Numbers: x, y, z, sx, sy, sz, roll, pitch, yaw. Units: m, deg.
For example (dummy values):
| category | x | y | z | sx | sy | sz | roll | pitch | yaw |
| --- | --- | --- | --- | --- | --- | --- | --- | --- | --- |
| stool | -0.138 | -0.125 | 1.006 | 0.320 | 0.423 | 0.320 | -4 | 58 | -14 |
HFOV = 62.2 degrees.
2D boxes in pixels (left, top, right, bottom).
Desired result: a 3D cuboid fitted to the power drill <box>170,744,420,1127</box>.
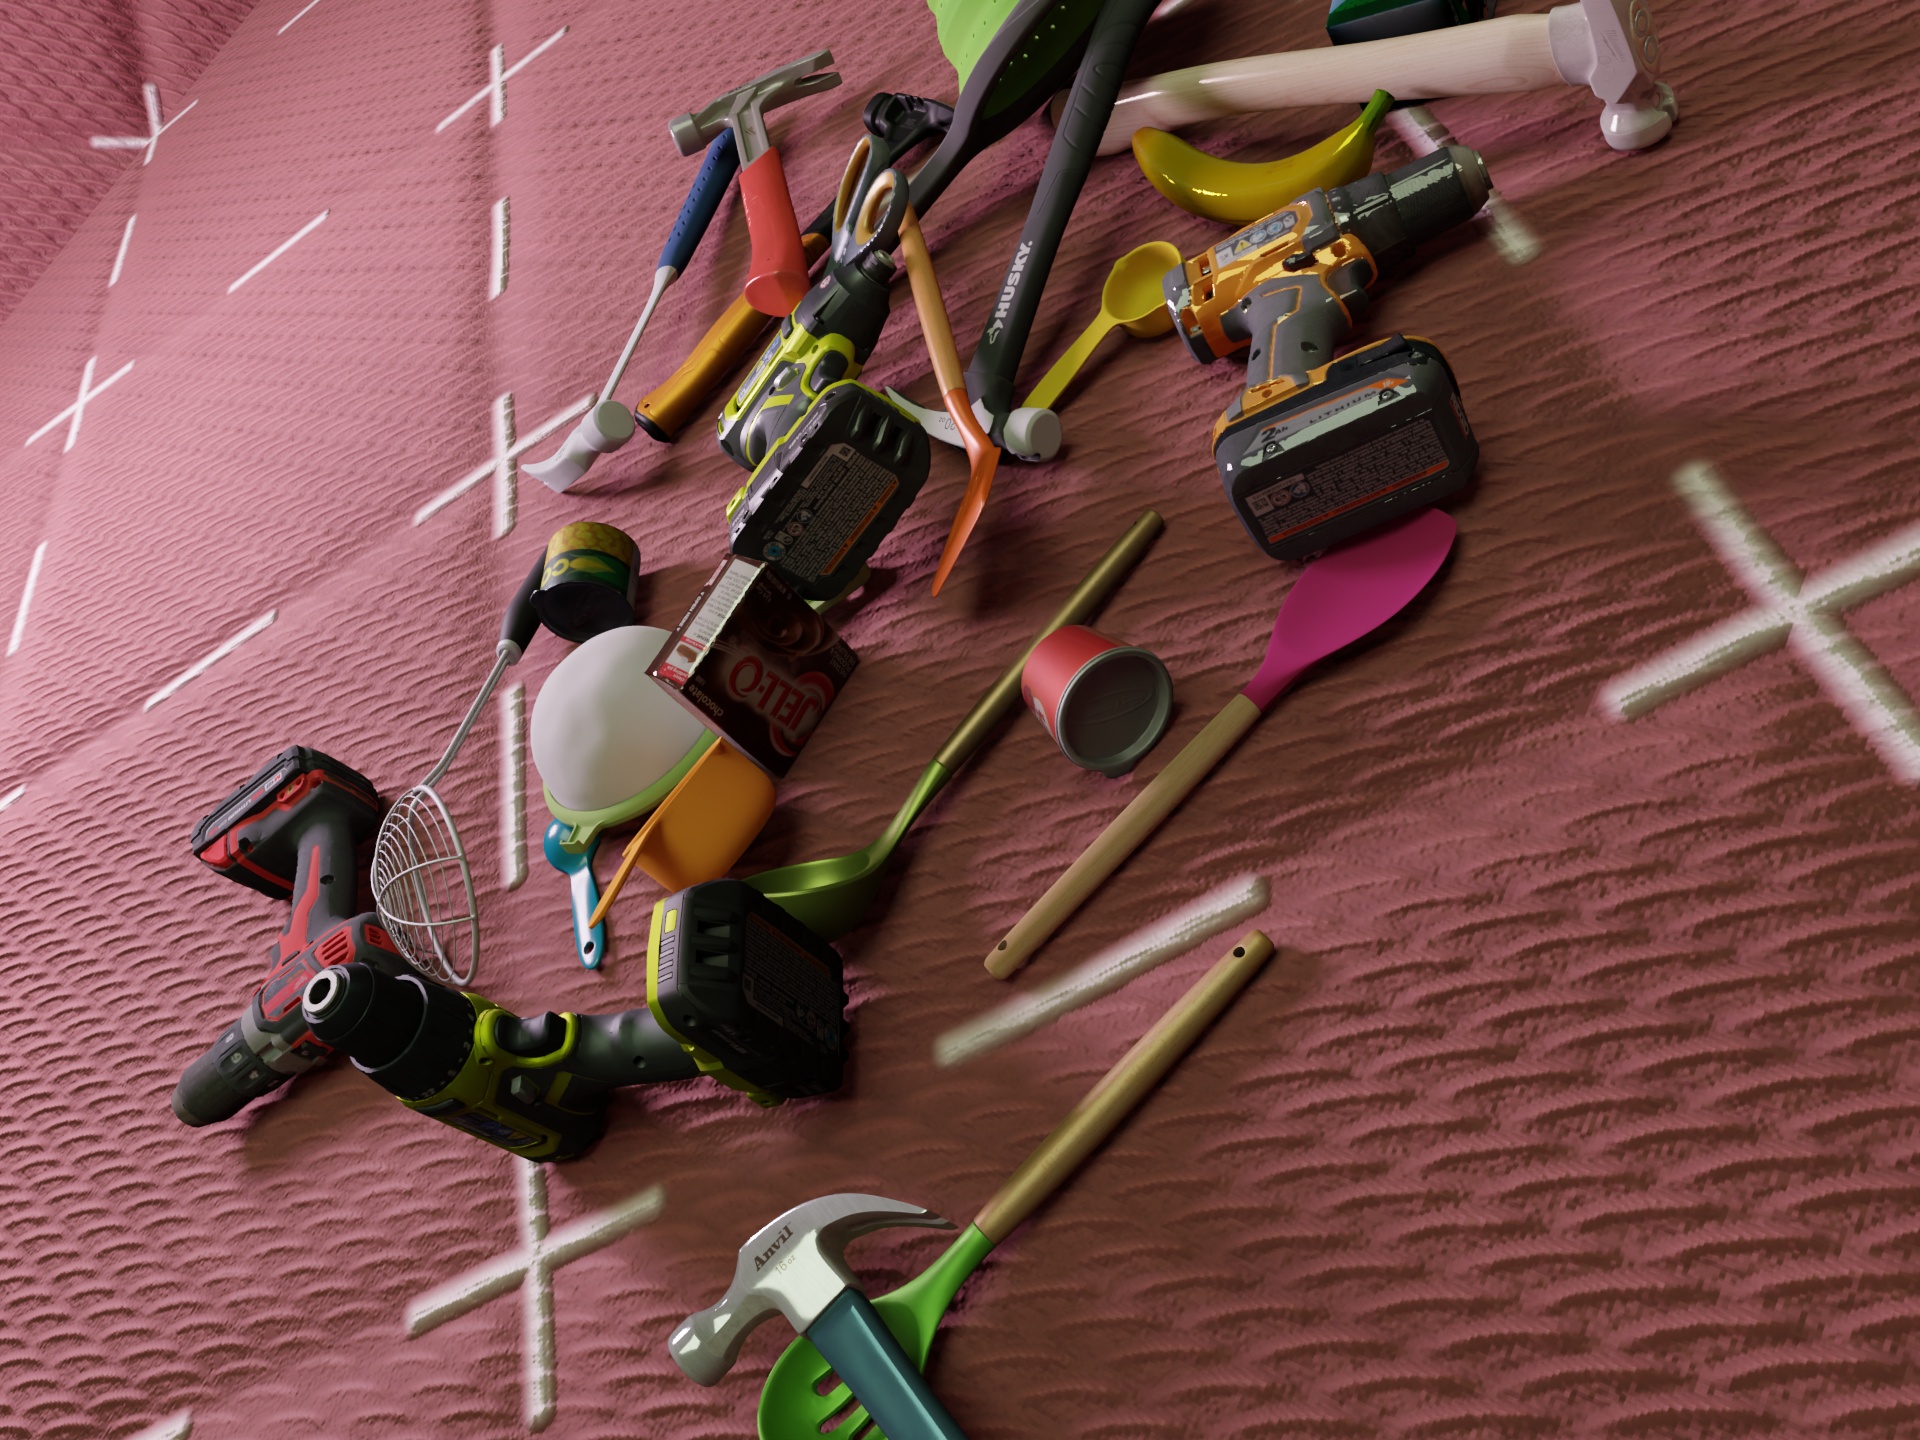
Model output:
| category | x | y | z | sx | sy | sz | roll | pitch | yaw |
| --- | --- | --- | --- | --- | --- | --- | --- | --- | --- |
| power drill | -0.464 | 0.148 | 1.082 | 0.188 | 0.080 | 0.227 | -38 | 48 | 8 |

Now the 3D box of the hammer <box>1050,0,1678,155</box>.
| category | x | y | z | sx | sy | sz | roll | pitch | yaw |
| --- | --- | --- | --- | --- | --- | --- | --- | --- | --- |
| hammer | 0.203 | -0.389 | 0.946 | 0.411 | 0.146 | 0.038 | 14 | 68 | 46 |

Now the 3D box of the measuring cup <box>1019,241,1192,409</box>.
| category | x | y | z | sx | sy | sz | roll | pitch | yaw |
| --- | --- | --- | --- | --- | --- | --- | --- | --- | --- |
| measuring cup | 0.086 | -0.227 | 0.990 | 0.156 | 0.029 | 0.062 | -48 | 45 | 14 |

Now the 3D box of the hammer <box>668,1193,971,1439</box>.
| category | x | y | z | sx | sy | sz | roll | pitch | yaw |
| --- | --- | --- | --- | --- | --- | --- | --- | --- | --- |
| hammer | 0.014 | 0.315 | 0.615 | 0.128 | 0.033 | 0.331 | -47 | 51 | -4 |

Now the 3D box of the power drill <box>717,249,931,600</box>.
| category | x | y | z | sx | sy | sz | roll | pitch | yaw |
| --- | --- | --- | --- | --- | --- | --- | --- | --- | --- |
| power drill | -0.088 | -0.193 | 1.005 | 0.171 | 0.080 | 0.223 | -49 | 31 | 25 |

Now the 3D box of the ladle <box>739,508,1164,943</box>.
| category | x | y | z | sx | sy | sz | roll | pitch | yaw |
| --- | --- | --- | --- | --- | --- | --- | --- | --- | --- |
| ladle | -0.001 | -0.003 | 0.865 | 0.320 | 0.062 | 0.078 | -49 | 15 | -8 |

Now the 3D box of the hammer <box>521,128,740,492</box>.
| category | x | y | z | sx | sy | sz | roll | pitch | yaw |
| --- | --- | --- | --- | --- | --- | --- | --- | --- | --- |
| hammer | -0.246 | -0.351 | 1.289 | 0.144 | 0.035 | 0.406 | -23 | 41 | 47 |

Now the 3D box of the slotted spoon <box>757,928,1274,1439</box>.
| category | x | y | z | sx | sy | sz | roll | pitch | yaw |
| --- | --- | --- | --- | --- | --- | --- | --- | --- | --- |
| slotted spoon | 0.030 | 0.211 | 0.709 | 0.314 | 0.031 | 0.070 | -46 | 45 | -3 |

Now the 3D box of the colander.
| category | x | y | z | sx | sy | sz | roll | pitch | yaw |
| --- | --- | --- | --- | --- | --- | --- | --- | --- | --- |
| colander | -0.010 | -0.446 | 1.108 | 0.397 | 0.094 | 0.204 | -46 | 1 | 19 |

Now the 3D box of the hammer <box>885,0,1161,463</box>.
| category | x | y | z | sx | sy | sz | roll | pitch | yaw |
| --- | --- | --- | --- | --- | --- | --- | --- | --- | --- |
| hammer | 0.055 | -0.326 | 1.008 | 0.146 | 0.035 | 0.335 | 17 | 87 | 47 |

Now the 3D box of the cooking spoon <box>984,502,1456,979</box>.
| category | x | y | z | sx | sy | sz | roll | pitch | yaw |
| --- | --- | --- | --- | --- | --- | --- | --- | --- | --- |
| cooking spoon | 0.126 | 0.010 | 0.788 | 0.319 | 0.017 | 0.069 | -46 | 37 | -1 |

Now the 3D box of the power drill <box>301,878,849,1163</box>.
| category | x | y | z | sx | sy | sz | roll | pitch | yaw |
| --- | --- | --- | --- | --- | --- | --- | --- | --- | --- |
| power drill | -0.190 | 0.153 | 0.799 | 0.228 | 0.190 | 0.080 | -17 | 53 | 20 |

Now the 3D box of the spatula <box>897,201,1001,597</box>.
| category | x | y | z | sx | sy | sz | roll | pitch | yaw |
| --- | --- | --- | --- | --- | --- | --- | --- | --- | --- |
| spatula | -0.016 | -0.217 | 0.979 | 0.081 | 0.041 | 0.323 | 121 | 144 | -46 |

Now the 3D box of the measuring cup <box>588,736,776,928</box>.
| category | x | y | z | sx | sy | sz | roll | pitch | yaw |
| --- | --- | --- | --- | --- | --- | --- | --- | --- | --- |
| measuring cup | -0.152 | 0.077 | 0.870 | 0.095 | 0.052 | 0.174 | -46 | 11 | 26 |

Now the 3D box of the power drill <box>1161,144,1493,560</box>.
| category | x | y | z | sx | sy | sz | roll | pitch | yaw |
| --- | --- | --- | --- | --- | --- | --- | --- | --- | --- |
| power drill | 0.208 | -0.207 | 0.842 | 0.185 | 0.084 | 0.226 | -23 | 43 | 21 |

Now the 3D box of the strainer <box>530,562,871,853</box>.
| category | x | y | z | sx | sy | sz | roll | pitch | yaw |
| --- | --- | --- | --- | --- | --- | --- | --- | --- | --- |
| strainer | -0.175 | -0.040 | 0.998 | 0.256 | 0.069 | 0.152 | -35 | 38 | 4 |

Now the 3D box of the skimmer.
| category | x | y | z | sx | sy | sz | roll | pitch | yaw |
| --- | --- | --- | --- | --- | --- | --- | --- | --- | --- |
| skimmer | -0.303 | 0.008 | 1.082 | 0.127 | 0.090 | 0.364 | 121 | 168 | -47 |

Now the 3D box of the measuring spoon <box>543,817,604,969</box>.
| category | x | y | z | sx | sy | sz | roll | pitch | yaw |
| --- | --- | --- | --- | --- | --- | --- | --- | --- | --- |
| measuring spoon | -0.239 | 0.102 | 0.985 | 0.042 | 0.021 | 0.129 | -35 | 44 | 11 |

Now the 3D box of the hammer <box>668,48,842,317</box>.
| category | x | y | z | sx | sy | sz | roll | pitch | yaw |
| --- | --- | --- | --- | --- | --- | --- | --- | --- | --- |
| hammer | -0.140 | -0.407 | 1.203 | 0.149 | 0.036 | 0.359 | -22 | 42 | 5 |

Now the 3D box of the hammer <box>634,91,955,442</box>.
| category | x | y | z | sx | sy | sz | roll | pitch | yaw |
| --- | --- | --- | --- | --- | --- | --- | --- | --- | --- |
| hammer | -0.126 | -0.344 | 1.215 | 0.337 | 0.034 | 0.127 | -50 | 43 | -5 |
